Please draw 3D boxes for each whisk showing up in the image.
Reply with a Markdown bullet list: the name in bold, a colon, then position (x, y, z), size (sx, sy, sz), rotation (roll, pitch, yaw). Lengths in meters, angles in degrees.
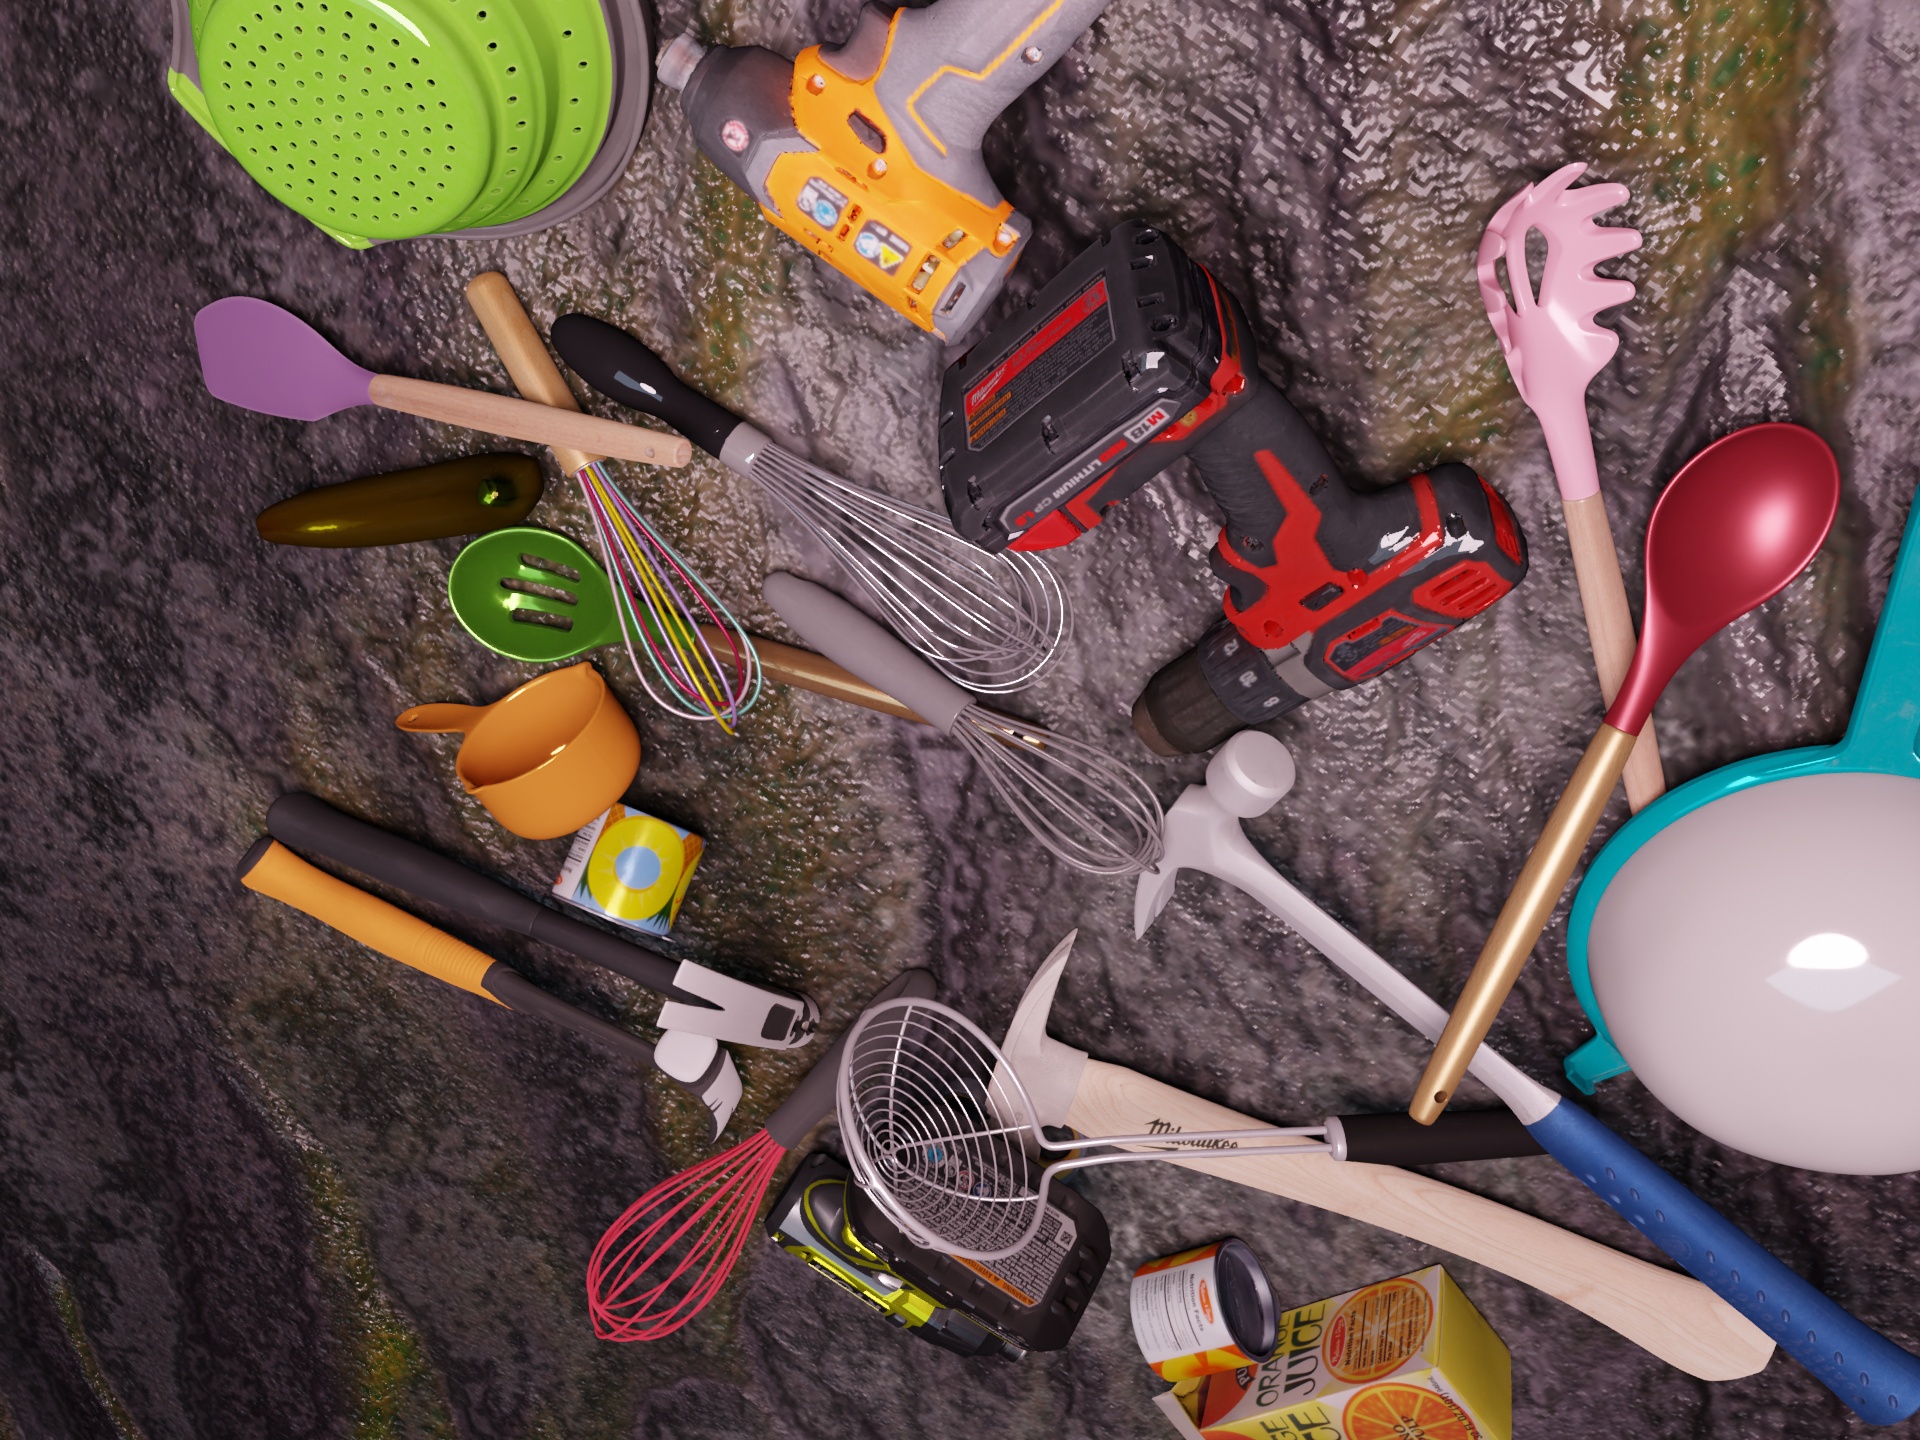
- **whisk**: position (-0.071, -0.108, 0.731), size (0.284, 0.070, 0.070), rotation (34, 123, 5)
- **whisk**: position (-0.113, 0.246, 0.894), size (0.073, 0.073, 0.296), rotation (41, 102, -6)
- **whisk**: position (-0.165, -0.101, 0.753), size (0.051, 0.047, 0.245), rotation (-26, 95, 28)
- **whisk**: position (-0.002, -0.002, 0.747), size (0.239, 0.055, 0.055), rotation (35, 124, 15)

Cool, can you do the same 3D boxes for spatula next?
- **spatula**: position (-0.258, -0.156, 0.756), size (0.316, 0.018, 0.059), rotation (16, 120, 25)

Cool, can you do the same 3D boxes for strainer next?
- **strainer**: position (0.363, 0.068, 0.628), size (0.211, 0.095, 0.340), rotation (4, 125, 14)

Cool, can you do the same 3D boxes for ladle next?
- **ladle**: position (0.257, 0.028, 0.645), size (0.069, 0.031, 0.315), rotation (22, 101, -8)

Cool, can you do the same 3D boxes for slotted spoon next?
- **slotted spoon**: position (-0.107, -0.032, 0.797), size (0.314, 0.031, 0.070), rotation (16, 104, 8)

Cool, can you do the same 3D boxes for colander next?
- **colander**: position (-0.169, -0.294, 0.595), size (0.397, 0.095, 0.204), rotation (-26, 128, 31)

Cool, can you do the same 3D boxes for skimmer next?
- **skimmer**: position (0.124, 0.186, 0.748), size (0.363, 0.127, 0.090), rotation (-1, 137, -5)

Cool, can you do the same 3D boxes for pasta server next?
- **pasta server**: position (0.261, -0.066, 0.645), size (0.060, 0.040, 0.316), rotation (-25, 113, -7)

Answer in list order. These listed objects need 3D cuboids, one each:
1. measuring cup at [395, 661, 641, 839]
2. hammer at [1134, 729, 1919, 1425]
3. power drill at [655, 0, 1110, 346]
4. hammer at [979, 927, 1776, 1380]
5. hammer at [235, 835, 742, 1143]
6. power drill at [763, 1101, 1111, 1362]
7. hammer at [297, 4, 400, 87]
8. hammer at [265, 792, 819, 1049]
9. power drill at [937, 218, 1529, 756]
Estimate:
- **measuring cup**: position (-0.241, 0.018, 0.852), size (0.174, 0.095, 0.052), rotation (4, 137, 41)
- **hammer**: position (0.251, 0.170, 0.721), size (0.405, 0.035, 0.144), rotation (39, 143, 6)
- **power drill**: position (-0.010, -0.273, 0.597), size (0.164, 0.084, 0.226), rotation (33, 126, -7)
- **hammer**: position (0.216, 0.237, 0.823), size (0.410, 0.038, 0.146), rotation (19, 113, 6)
- **hammer**: position (-0.281, 0.150, 0.937), size (0.337, 0.034, 0.127), rotation (22, 153, 14)
- **power drill**: position (-0.010, 0.292, 0.871), size (0.171, 0.080, 0.223), rotation (34, 152, 0)
- **hammer**: position (-0.150, -0.393, 0.610), size (0.386, 0.038, 0.143), rotation (-31, 103, 30)
- **hammer**: position (-0.247, 0.107, 0.882), size (0.335, 0.146, 0.035), rotation (19, 82, 17)
- **power drill**: position (0.093, -0.071, 0.638), size (0.226, 0.080, 0.188), rotation (29, 132, -34)
